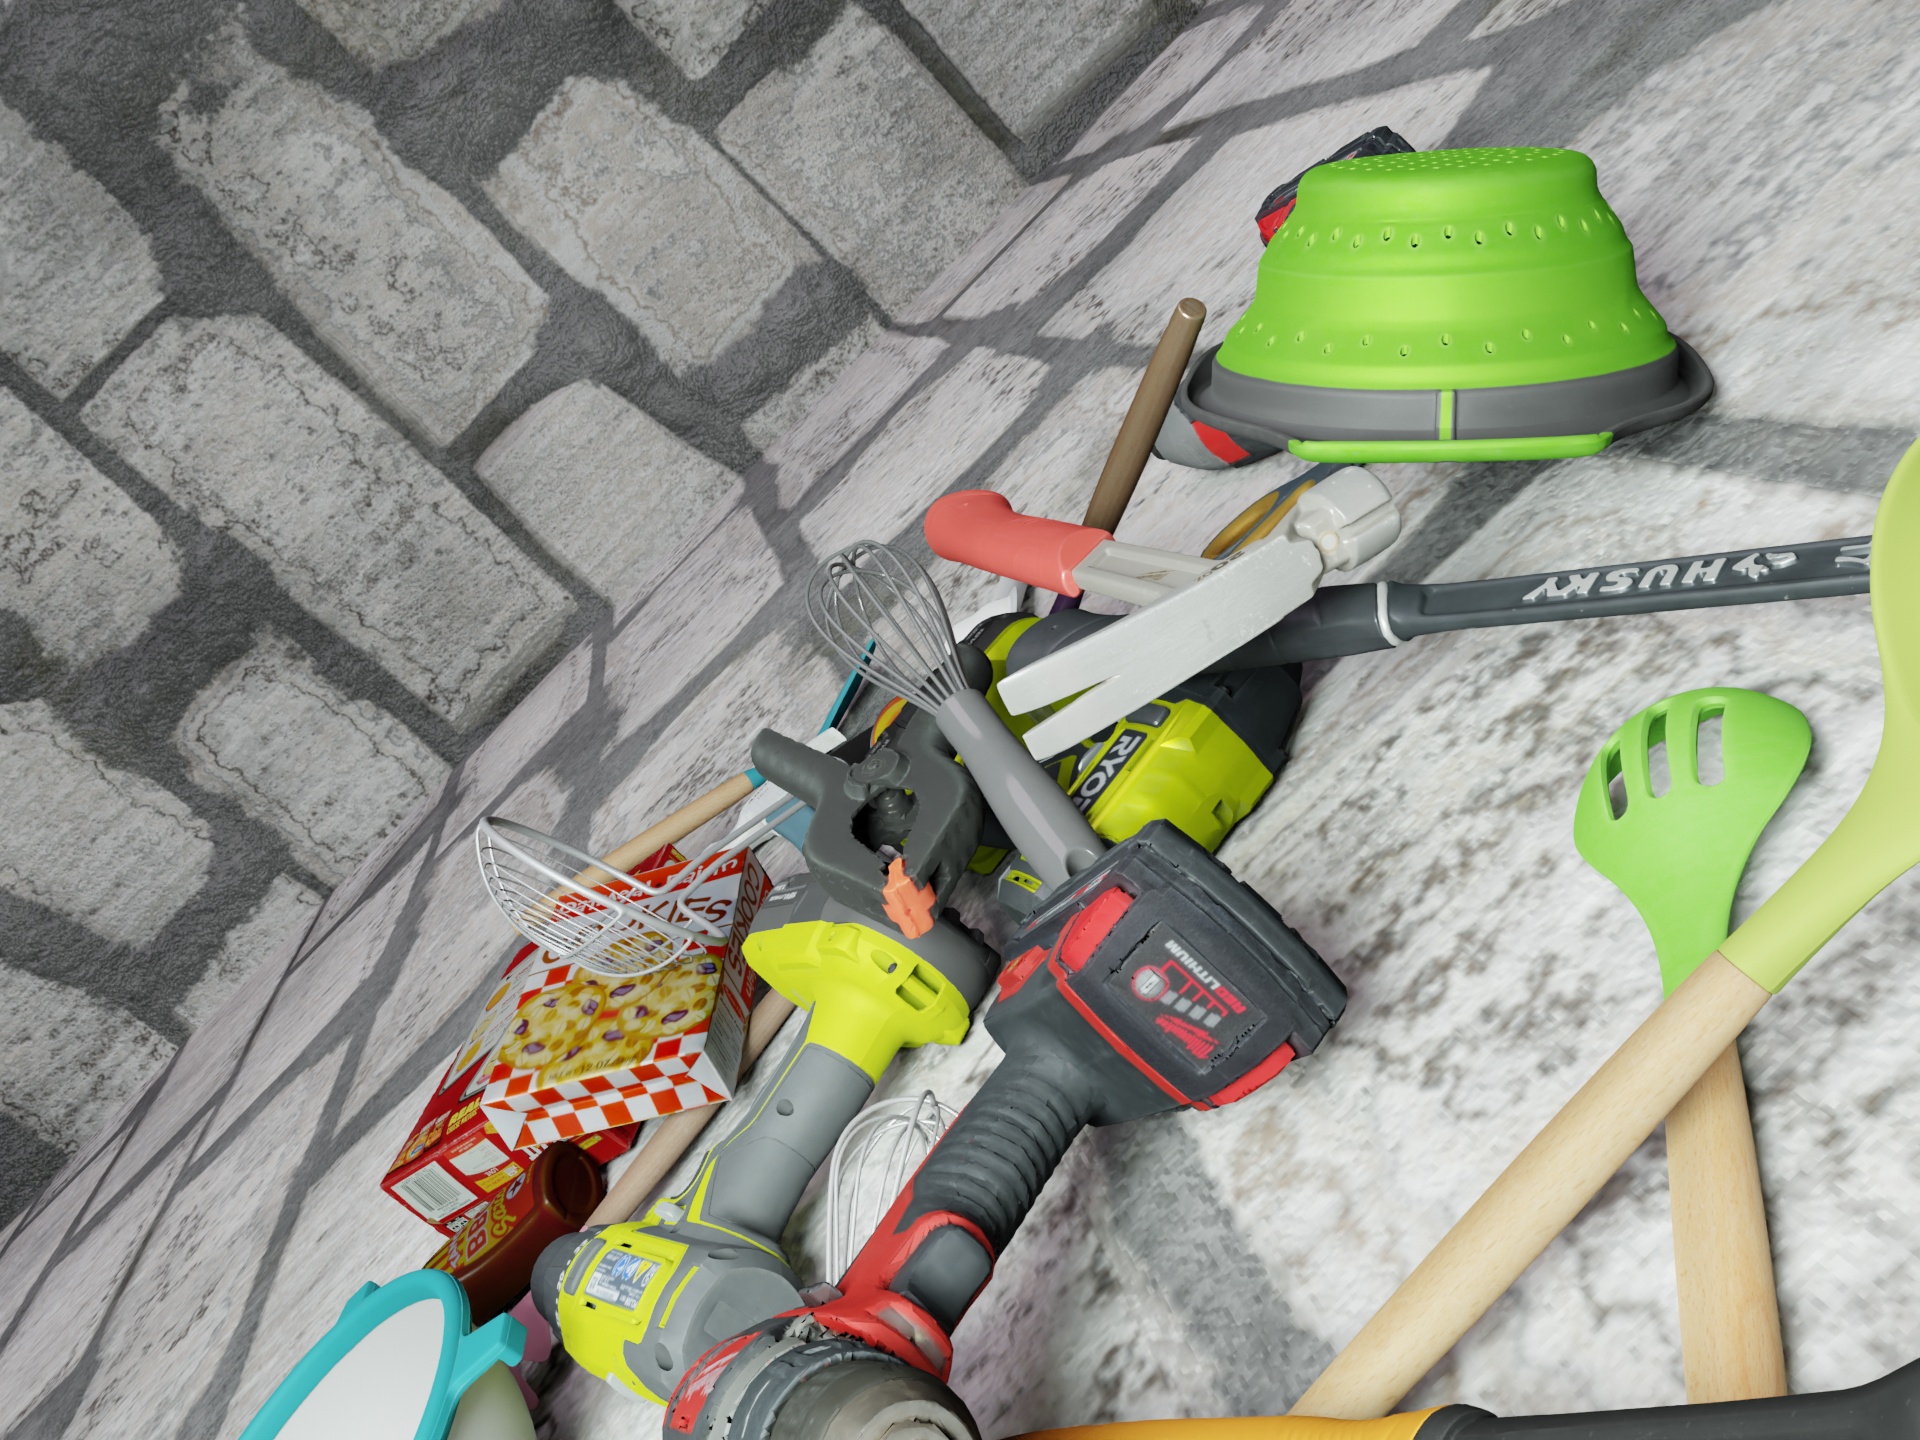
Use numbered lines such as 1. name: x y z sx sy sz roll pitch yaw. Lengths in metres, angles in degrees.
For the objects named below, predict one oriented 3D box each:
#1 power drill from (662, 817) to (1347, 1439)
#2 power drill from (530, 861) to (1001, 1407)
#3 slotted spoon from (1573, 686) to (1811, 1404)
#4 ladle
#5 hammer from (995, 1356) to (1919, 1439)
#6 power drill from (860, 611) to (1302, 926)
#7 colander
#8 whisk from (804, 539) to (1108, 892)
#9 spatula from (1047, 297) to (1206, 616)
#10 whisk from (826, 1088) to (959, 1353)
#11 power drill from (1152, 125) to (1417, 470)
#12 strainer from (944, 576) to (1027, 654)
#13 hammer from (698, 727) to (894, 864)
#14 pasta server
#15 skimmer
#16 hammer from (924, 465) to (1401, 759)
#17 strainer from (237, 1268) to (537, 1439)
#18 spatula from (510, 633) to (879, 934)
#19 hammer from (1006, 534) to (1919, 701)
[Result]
1. power drill: 0.012 0.134 0.442 0.227 0.080 0.188 -47 -1 -27
2. power drill: -0.093 0.179 0.691 0.190 0.080 0.229 -16 37 55
3. slotted spoon: 0.176 0.091 0.372 0.070 0.031 0.314 -30 25 37
4. ladle: 0.147 0.070 0.350 0.320 0.062 0.078 -54 25 15
5. hammer: 0.082 0.157 0.342 0.337 0.034 0.127 -36 42 47
6. power drill: 0.054 0.015 0.724 0.171 0.080 0.223 -51 23 -12
7. colander: 0.208 -0.205 0.701 0.204 0.094 0.397 1 23 14
8. whisk: -0.002 -0.002 0.651 0.055 0.055 0.239 -44 48 7
9. spatula: 0.069 -0.095 0.792 0.060 0.018 0.315 -59 -6 -31
10. whisk: -0.036 0.226 0.525 0.247 0.059 0.057 -73 -4 -47
11. power drill: 0.197 -0.240 0.950 0.143 0.078 0.220 -15 38 58
12. strainer: 0.023 -0.062 0.983 0.258 0.050 0.086 -71 -6 -67
13. hammer: -0.080 0.076 0.946 0.128 0.033 0.331 -49 19 -7
14. pasta server: -0.157 0.237 0.790 0.316 0.040 0.060 -51 19 -28
15. skimmer: -0.098 0.029 0.845 0.363 0.127 0.090 -35 -37 -49
16. hammer: 0.036 -0.066 0.684 0.149 0.036 0.359 -31 17 -9
17. strainer: -0.260 0.384 0.596 0.211 0.095 0.340 -19 36 51
18. spatula: -0.175 0.048 1.101 0.317 0.044 0.082 -33 -10 -19
19. hammer: 0.158 -0.033 0.533 0.409 0.036 0.149 -4 36 51
